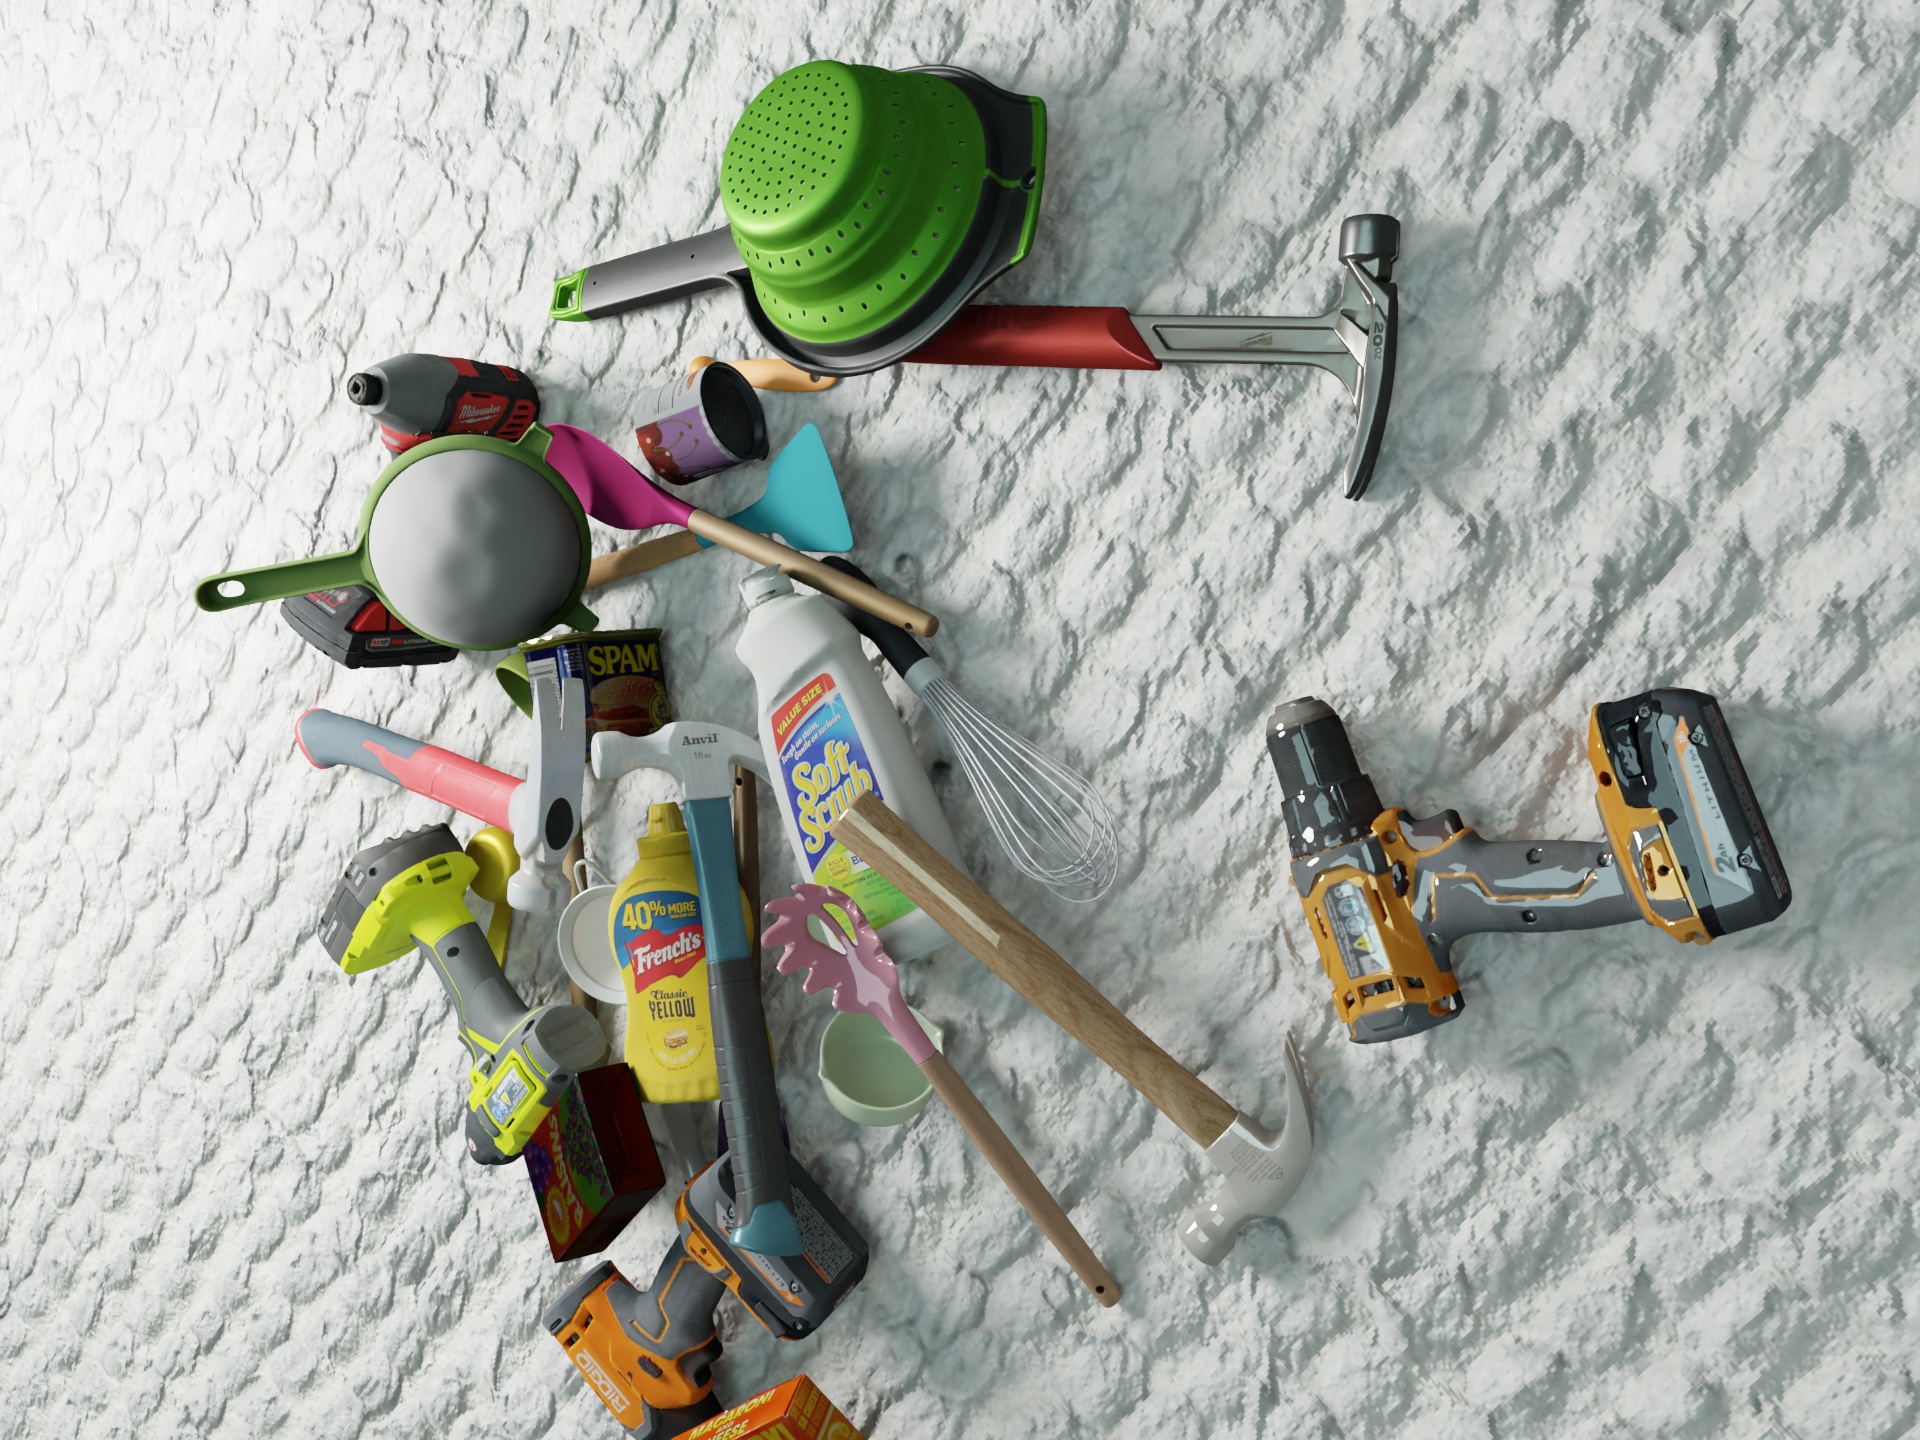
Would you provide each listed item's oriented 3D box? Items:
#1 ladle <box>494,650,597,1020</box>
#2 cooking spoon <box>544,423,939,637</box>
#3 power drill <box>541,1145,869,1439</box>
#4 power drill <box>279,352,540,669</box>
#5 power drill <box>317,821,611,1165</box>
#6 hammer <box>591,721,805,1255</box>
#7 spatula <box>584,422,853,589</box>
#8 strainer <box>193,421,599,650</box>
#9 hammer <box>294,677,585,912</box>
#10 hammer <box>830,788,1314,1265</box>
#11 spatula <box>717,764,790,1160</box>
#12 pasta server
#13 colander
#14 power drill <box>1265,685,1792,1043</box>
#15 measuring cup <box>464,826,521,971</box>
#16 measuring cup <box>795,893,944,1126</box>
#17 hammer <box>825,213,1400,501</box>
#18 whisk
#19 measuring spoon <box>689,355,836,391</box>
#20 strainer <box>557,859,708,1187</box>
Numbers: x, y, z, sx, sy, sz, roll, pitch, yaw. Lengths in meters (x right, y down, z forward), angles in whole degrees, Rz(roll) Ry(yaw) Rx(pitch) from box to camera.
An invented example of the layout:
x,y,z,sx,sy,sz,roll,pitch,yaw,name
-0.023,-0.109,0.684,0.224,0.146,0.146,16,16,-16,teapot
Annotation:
x,y,z,sx,sy,sz,roll,pitch,yaw,name
-0.282,0.109,1.114,0.078,0.062,0.320,3,97,54,ladle
-0.148,-0.118,1.009,0.319,0.017,0.068,26,136,22,cooking spoon
-0.162,0.394,1.044,0.164,0.084,0.226,48,117,9,power drill
-0.386,-0.150,1.110,0.079,0.143,0.219,32,109,23,power drill
-0.354,0.200,1.123,0.223,0.080,0.171,51,127,14,power drill
-0.142,0.162,0.979,0.033,0.128,0.331,144,118,-66,hammer
-0.200,-0.116,1.066,0.317,0.044,0.082,-14,97,29,spatula
-0.370,-0.096,1.032,0.256,0.069,0.151,-11,116,-7,strainer
-0.369,0.018,1.096,0.386,0.038,0.143,13,99,46,hammer
0.061,0.155,0.902,0.331,0.031,0.130,41,106,5,hammer
-0.140,0.184,1.061,0.060,0.018,0.316,1,94,27,spatula
-0.005,0.221,0.931,0.060,0.040,0.316,-36,93,14,pasta server
-0.140,-0.310,0.976,0.397,0.094,0.205,-3,74,34,colander
0.270,0.050,0.805,0.226,0.084,0.185,-23,80,31,power drill
-0.346,0.152,1.163,0.062,0.029,0.156,17,100,27,measuring cup
-0.070,0.182,1.009,0.168,0.083,0.038,58,153,34,measuring cup
0.070,-0.213,0.922,0.359,0.036,0.149,8,96,27,hammer
-0.001,-0.004,0.961,0.070,0.070,0.285,-50,66,21,whisk
-0.132,-0.228,1.042,0.117,0.011,0.021,10,97,27,measuring spoon
-0.211,0.215,1.089,0.087,0.050,0.258,-18,89,15,strainer
